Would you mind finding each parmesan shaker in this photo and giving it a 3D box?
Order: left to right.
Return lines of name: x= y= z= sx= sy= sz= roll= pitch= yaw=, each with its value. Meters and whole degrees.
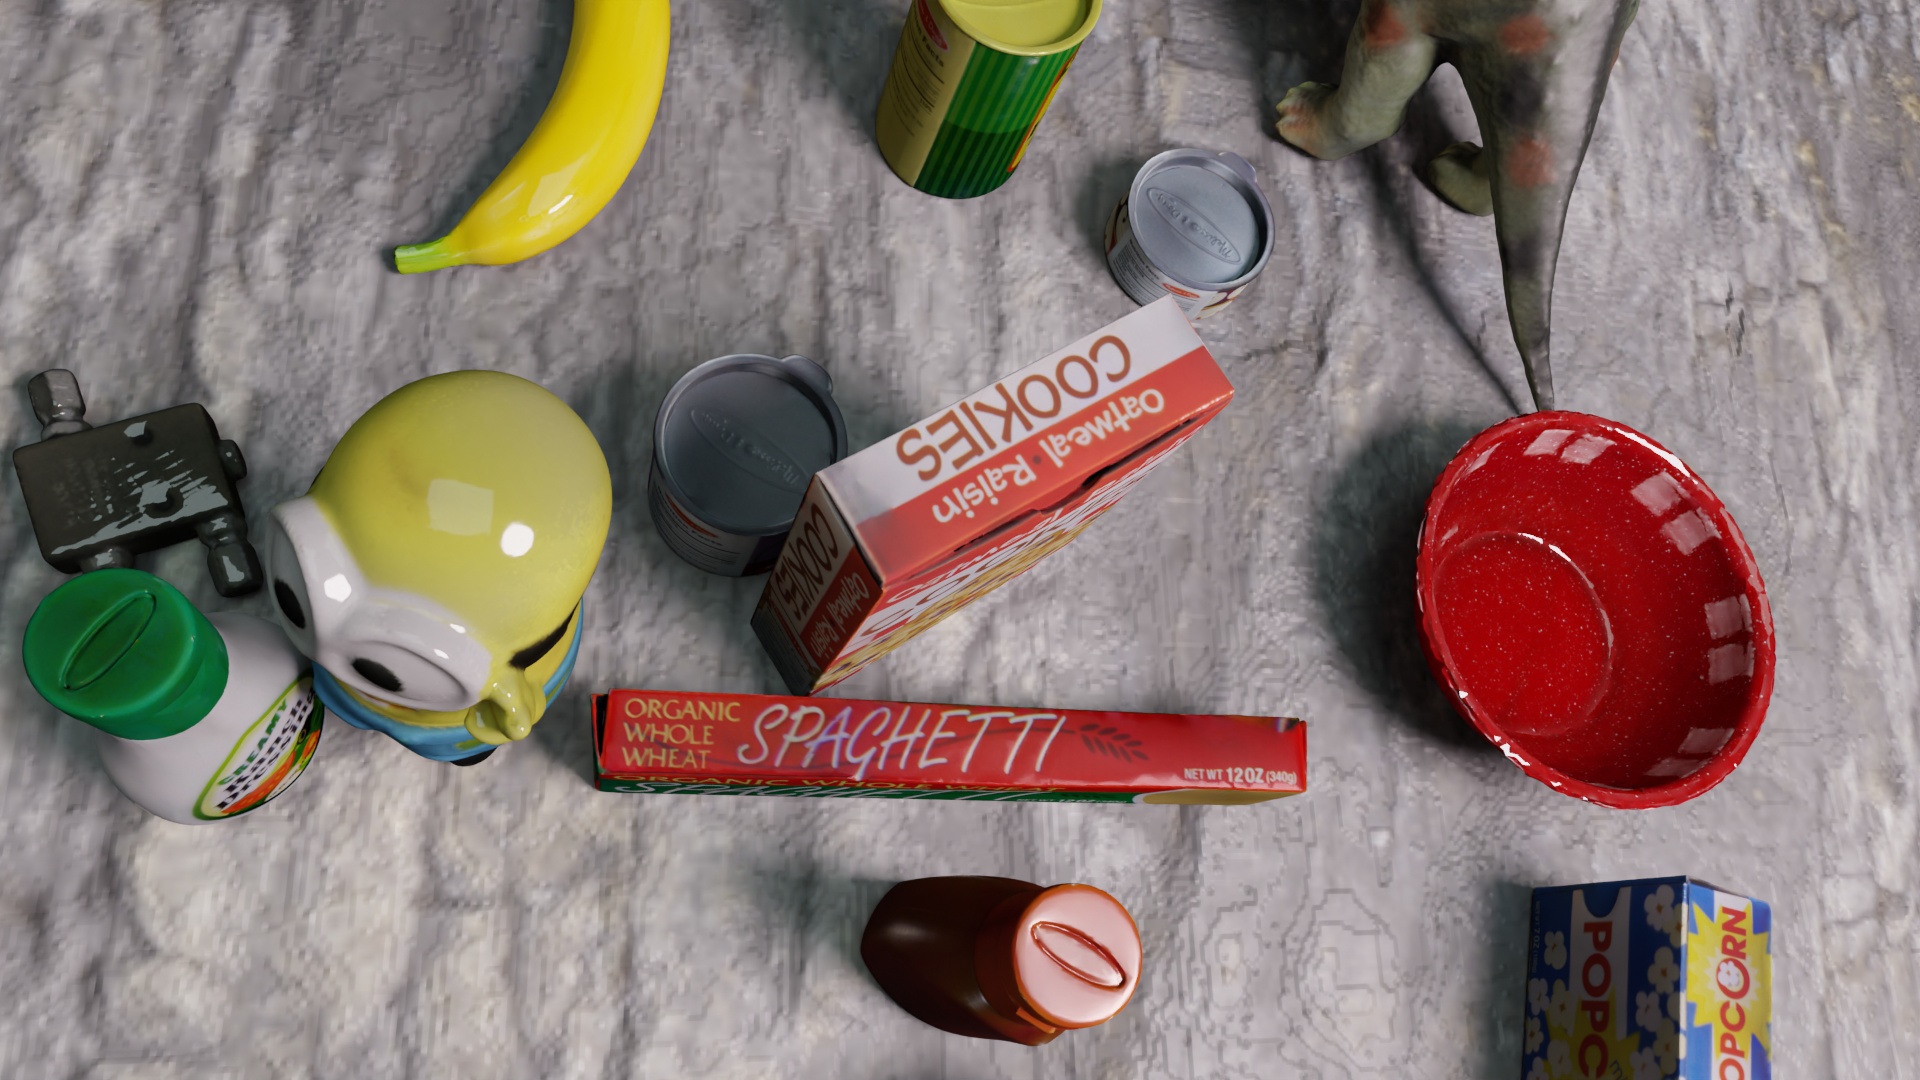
parmesan shaker: x=0.007 y=-0.191 z=0.548 sx=0.071 sy=0.102 sz=0.071 roll=4 pitch=72 yaw=-13

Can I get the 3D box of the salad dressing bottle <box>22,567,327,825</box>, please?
salad dressing bottle: x=-0.216 y=0.044 z=0.390 sx=0.044 sy=0.147 sz=0.064 roll=34 pitch=68 yaw=-3

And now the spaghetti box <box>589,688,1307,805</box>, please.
spaghetti box: x=-0.002 y=0.075 z=0.489 sx=0.250 sy=0.050 sz=0.029 roll=4 pitch=72 yaw=-14

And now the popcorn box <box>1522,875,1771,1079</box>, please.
popcorn box: x=0.244 y=0.190 z=0.499 sx=0.038 sy=0.085 sz=0.127 roll=16 pitch=70 yaw=-10

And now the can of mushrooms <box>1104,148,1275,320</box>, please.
can of mushrooms: x=0.098 y=-0.131 z=0.591 sx=0.071 sy=0.033 sz=0.071 roll=4 pitch=72 yaw=-13

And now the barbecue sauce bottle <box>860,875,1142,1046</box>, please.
barbecue sauce bottle: x=0.012 y=0.128 z=0.423 sx=0.065 sy=0.148 sz=0.044 roll=33 pitch=68 yaw=-3

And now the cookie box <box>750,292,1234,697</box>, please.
cookie box: x=0.002 y=-0.006 z=0.453 sx=0.123 sy=0.167 sz=0.040 roll=-30 pitch=83 yaw=-21

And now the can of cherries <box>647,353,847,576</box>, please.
can of cherries: x=-0.076 y=-0.027 z=0.498 sx=0.071 sy=0.058 sz=0.071 roll=4 pitch=72 yaw=-13
